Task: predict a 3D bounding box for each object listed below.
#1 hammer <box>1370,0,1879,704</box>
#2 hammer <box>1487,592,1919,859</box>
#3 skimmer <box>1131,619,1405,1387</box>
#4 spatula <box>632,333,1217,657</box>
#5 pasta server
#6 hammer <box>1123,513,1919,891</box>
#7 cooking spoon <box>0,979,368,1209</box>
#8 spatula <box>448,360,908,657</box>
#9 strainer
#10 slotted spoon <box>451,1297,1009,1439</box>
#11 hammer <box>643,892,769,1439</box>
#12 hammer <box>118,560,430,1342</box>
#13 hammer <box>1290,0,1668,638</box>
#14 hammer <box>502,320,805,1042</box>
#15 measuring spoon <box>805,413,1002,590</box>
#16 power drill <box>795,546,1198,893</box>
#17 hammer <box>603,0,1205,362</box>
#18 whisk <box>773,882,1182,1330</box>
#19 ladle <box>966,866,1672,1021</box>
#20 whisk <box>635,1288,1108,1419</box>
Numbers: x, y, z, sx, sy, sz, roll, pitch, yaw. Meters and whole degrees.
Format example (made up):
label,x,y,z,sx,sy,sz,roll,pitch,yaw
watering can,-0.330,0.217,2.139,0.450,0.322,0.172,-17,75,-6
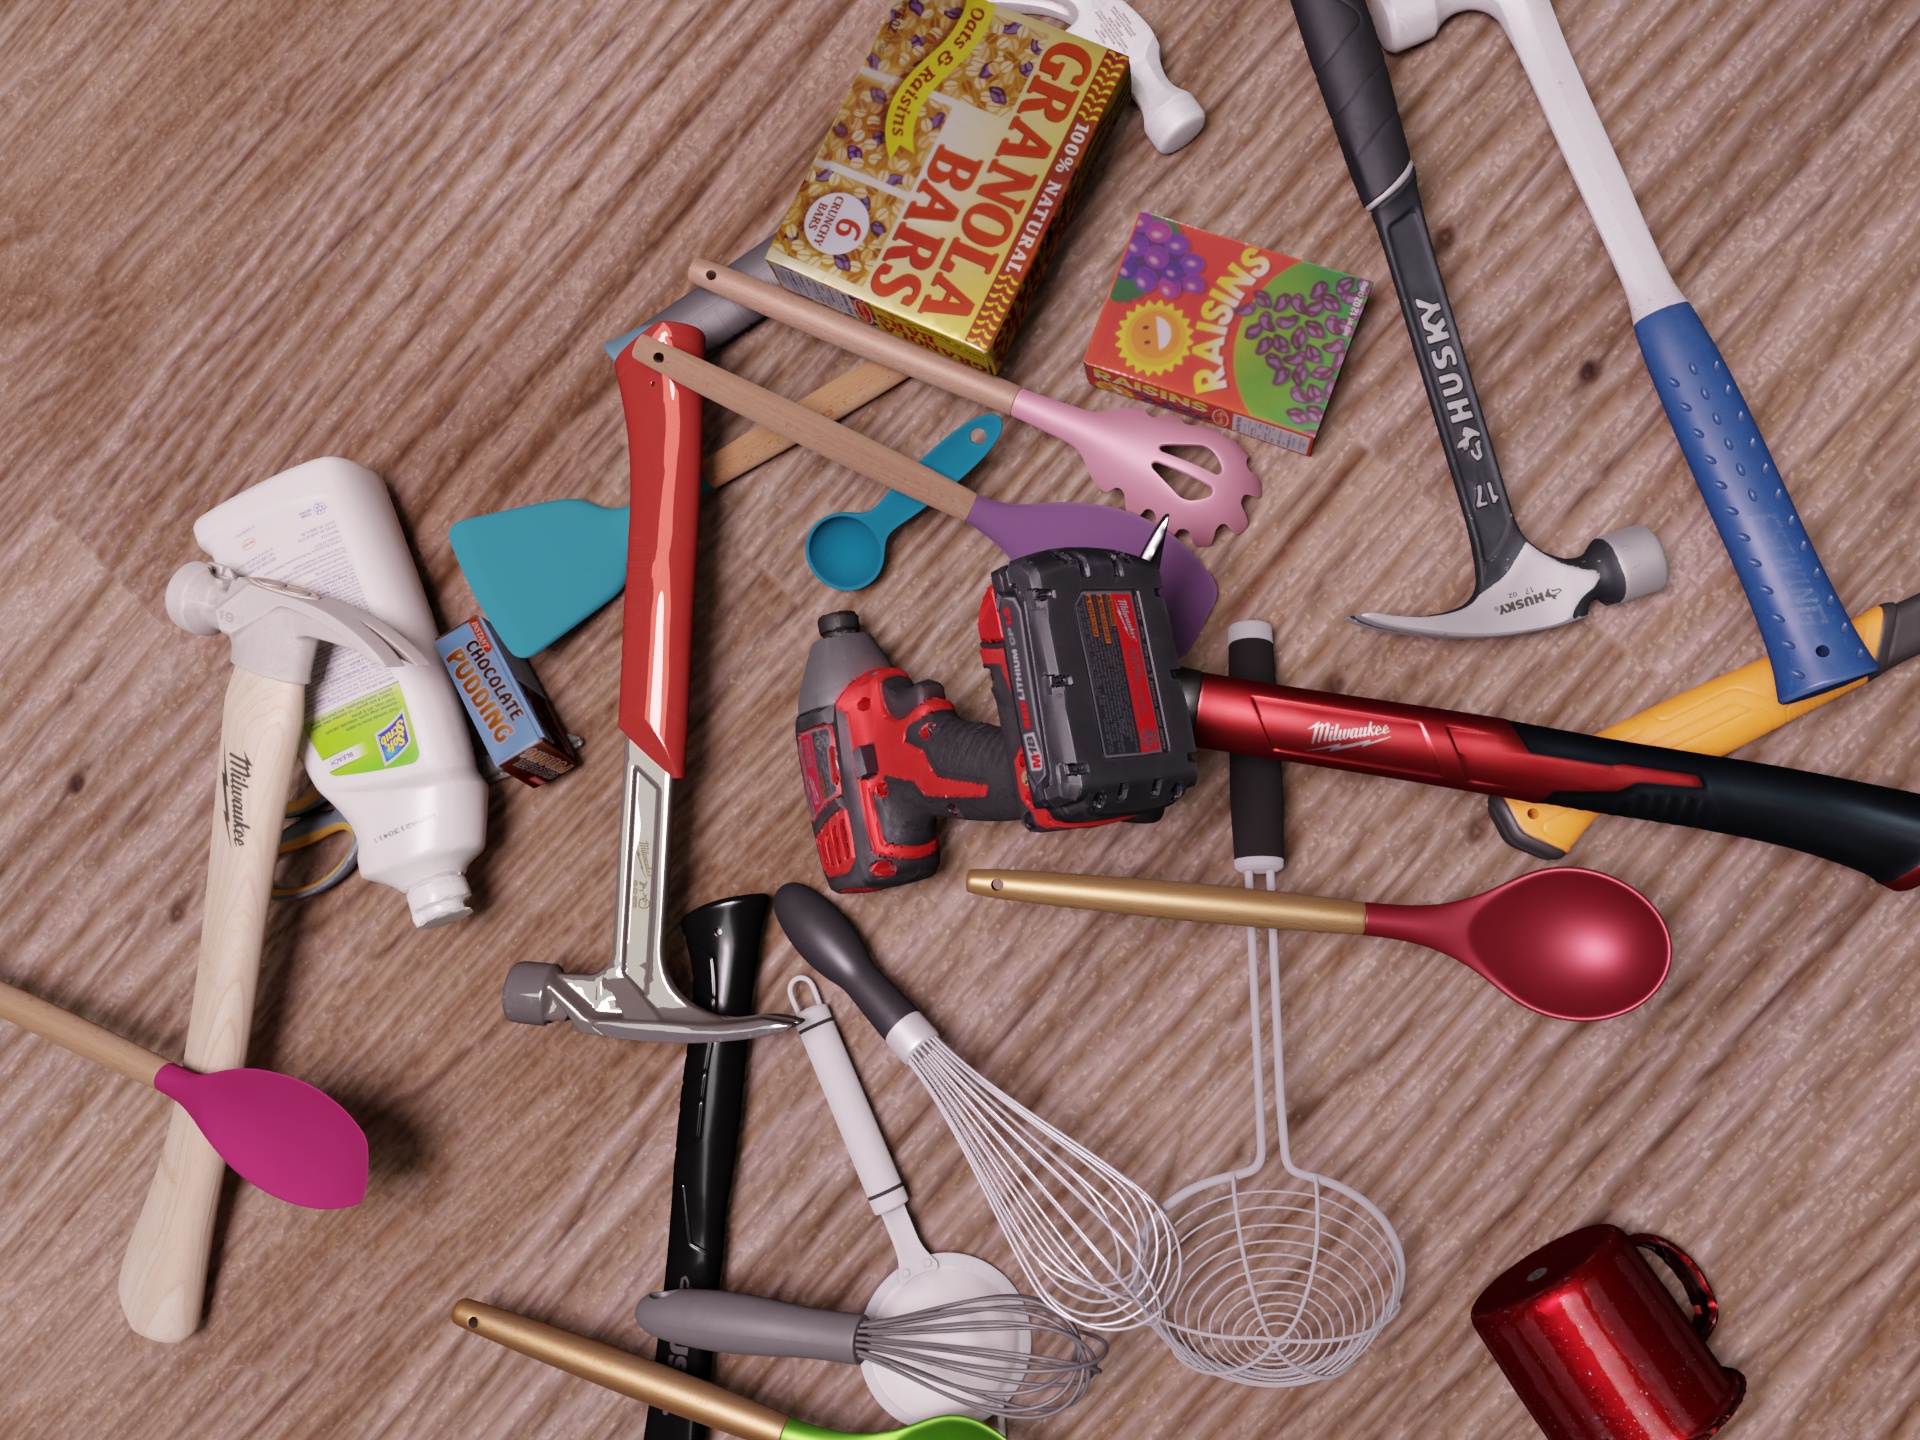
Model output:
label,x,y,z,sx,sy,sz,roll,pitch,yaw
hammer,0.334,-0.204,0.754,0.144,0.035,0.406,-19,76,7
hammer,0.403,-0.033,0.747,0.337,0.034,0.127,-28,82,6
skimmer,0.145,0.136,0.780,0.127,0.090,0.363,-1,75,5
spatula,-0.017,-0.120,0.796,0.316,0.018,0.059,25,102,-4
pasta server,0.005,-0.171,0.815,0.316,0.040,0.060,24,89,8
hammer,0.258,0.004,0.722,0.386,0.038,0.143,9,98,4
cooking spoon,-0.427,0.174,0.817,0.319,0.017,0.068,16,107,20
spatula,-0.114,-0.142,0.840,0.317,0.044,0.082,-30,84,5
strainer,-0.034,0.248,0.797,0.087,0.050,0.258,-23,78,-9
slotted spoon,-0.108,0.335,0.772,0.314,0.031,0.070,14,87,14
hammer,-0.129,0.255,0.814,0.146,0.035,0.335,5,86,11
hammer,-0.372,0.134,0.821,0.146,0.038,0.410,17,100,22
hammer,0.205,-0.234,0.759,0.149,0.036,0.409,-18,90,-3
hammer,-0.145,-0.021,0.802,0.149,0.036,0.359,2,86,7
measuring spoon,-0.027,-0.116,0.821,0.128,0.021,0.042,-38,103,19
power drill,-0.001,-0.002,0.745,0.219,0.078,0.143,-19,78,49
hammer,-0.044,-0.274,0.844,0.331,0.033,0.128,-33,82,6
whisk,-0.003,0.177,0.766,0.070,0.070,0.285,-48,62,3
ladle,0.159,0.090,0.731,0.315,0.031,0.069,5,86,6
whisk,-0.047,0.290,0.750,0.239,0.055,0.055,-1,85,19
